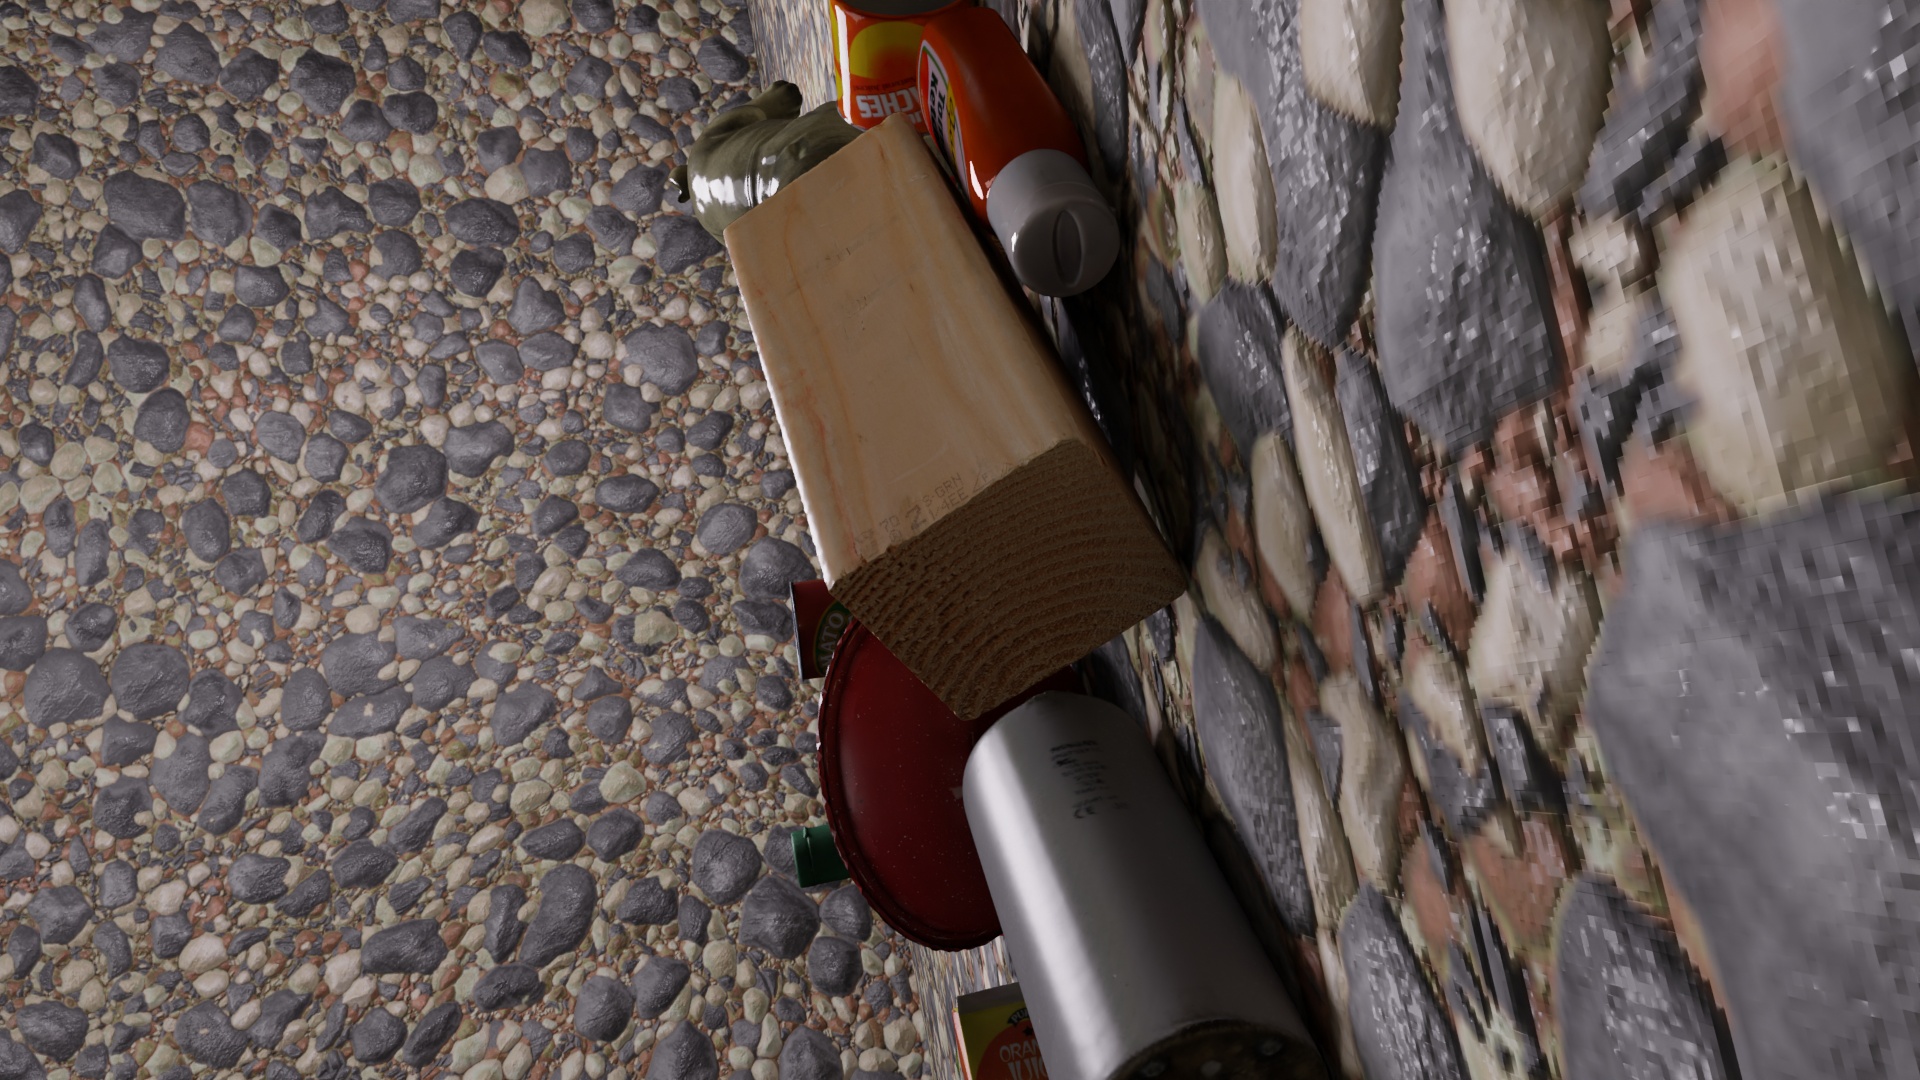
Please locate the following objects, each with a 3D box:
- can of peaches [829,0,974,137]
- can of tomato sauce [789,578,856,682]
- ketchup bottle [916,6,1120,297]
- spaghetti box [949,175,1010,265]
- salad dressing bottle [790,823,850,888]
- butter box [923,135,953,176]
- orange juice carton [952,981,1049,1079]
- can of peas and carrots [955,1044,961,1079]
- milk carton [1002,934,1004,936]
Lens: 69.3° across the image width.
[{"bbox_3d":[-0.026,-0.225,0.634,0.057,0.071,0.071,90,168,-45],"label":"can of peaches"},{"bbox_3d":[-0.069,0.057,0.924,0.071,0.083,0.071,176,88,-81],"label":"can of tomato sauce"},{"bbox_3d":[0.019,-0.138,0.499,0.149,0.043,0.064,-109,6,-50],"label":"ketchup bottle"},{"bbox_3d":[-0.010,-0.112,0.720,0.249,0.050,0.029,106,152,-72],"label":"spaghetti box"},{"bbox_3d":[-0.035,0.193,0.904,0.064,0.148,0.044,-124,25,-72],"label":"salad dressing bottle"},{"bbox_3d":[-0.013,-0.177,0.759,0.053,0.024,0.103,-116,18,-63],"label":"butter box"},{"bbox_3d":[0.040,0.328,0.805,0.073,0.072,0.191,-116,18,-64],"label":"orange juice carton"},{"bbox_3d":[0.032,0.333,0.897,0.058,0.071,0.071,111,149,-73],"label":"can of peas and carrots"},{"bbox_3d":[0.010,0.137,0.731,0.191,0.073,0.072,-120,9,-72],"label":"milk carton"}]
